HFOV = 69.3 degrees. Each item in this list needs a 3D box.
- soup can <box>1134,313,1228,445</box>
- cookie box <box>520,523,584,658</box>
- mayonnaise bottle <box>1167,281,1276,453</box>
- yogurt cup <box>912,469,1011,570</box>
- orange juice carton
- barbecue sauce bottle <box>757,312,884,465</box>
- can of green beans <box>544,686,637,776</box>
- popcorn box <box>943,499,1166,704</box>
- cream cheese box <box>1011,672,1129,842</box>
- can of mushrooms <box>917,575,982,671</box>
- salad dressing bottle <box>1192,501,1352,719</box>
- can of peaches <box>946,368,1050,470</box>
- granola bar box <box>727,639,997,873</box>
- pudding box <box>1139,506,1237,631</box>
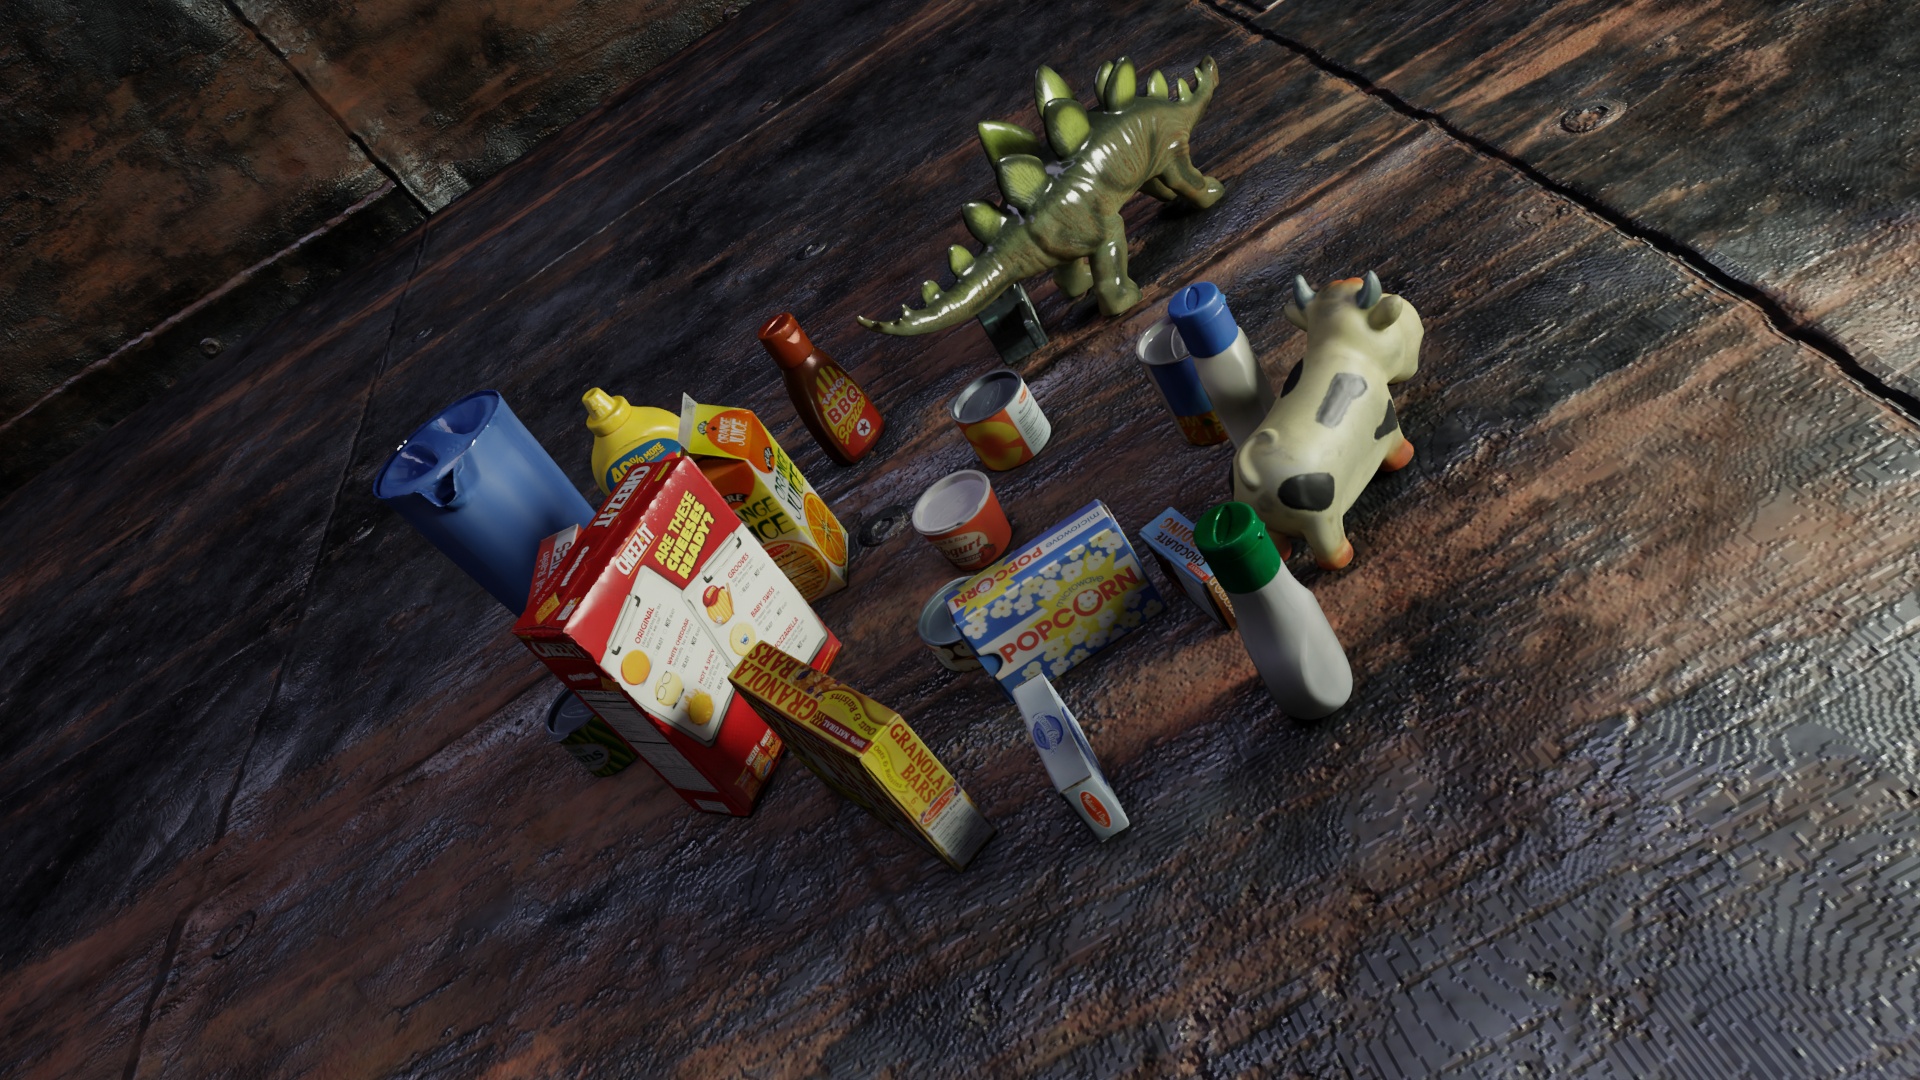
[{"bbox_3d":[0.180,-0.123,1.038,0.071,0.083,0.072,-23,36,18],"label":"soup can"},{"bbox_3d":[-0.273,0.085,1.099,0.040,0.167,0.123,-28,34,11],"label":"cookie box"},{"bbox_3d":[0.188,-0.110,0.958,0.041,0.147,0.065,-19,37,23],"label":"mayonnaise bottle"},{"bbox_3d":[0.004,-0.014,1.082,0.072,0.053,0.073,-23,36,18],"label":"yogurt cup"},{"bbox_3d":[-0.171,-0.033,1.132,0.073,0.192,0.072,-25,35,15],"label":"orange juice carton"},{"bbox_3d":[-0.130,-0.140,1.268,0.043,0.148,0.065,5,51,45],"label":"barbecue sauce bottle"},{"bbox_3d":[-0.295,0.150,1.136,0.071,0.057,0.071,-23,36,18],"label":"can of green beans"},{"bbox_3d":[0.064,0.042,0.935,0.126,0.085,0.038,-33,34,4],"label":"popcorn box"},{"bbox_3d":[0.066,0.132,0.851,0.024,0.053,0.104,-33,34,4],"label":"cream cheese box"},{"bbox_3d":[0.007,0.059,1.009,0.071,0.033,0.071,-23,36,18],"label":"can of mushrooms"},{"bbox_3d":[0.176,0.040,0.784,0.044,0.147,0.064,-12,40,31],"label":"salad dressing bottle"},{"bbox_3d":[0.032,-0.100,1.160,0.071,0.058,0.071,-23,36,18],"label":"can of peaches"},{"bbox_3d":[-0.067,0.137,0.896,0.039,0.124,0.165,-48,36,-18],"label":"granola bar box"},{"bbox_3d":[0.157,0.018,0.916,0.030,0.049,0.084,-38,34,-4],"label":"pudding box"}]
